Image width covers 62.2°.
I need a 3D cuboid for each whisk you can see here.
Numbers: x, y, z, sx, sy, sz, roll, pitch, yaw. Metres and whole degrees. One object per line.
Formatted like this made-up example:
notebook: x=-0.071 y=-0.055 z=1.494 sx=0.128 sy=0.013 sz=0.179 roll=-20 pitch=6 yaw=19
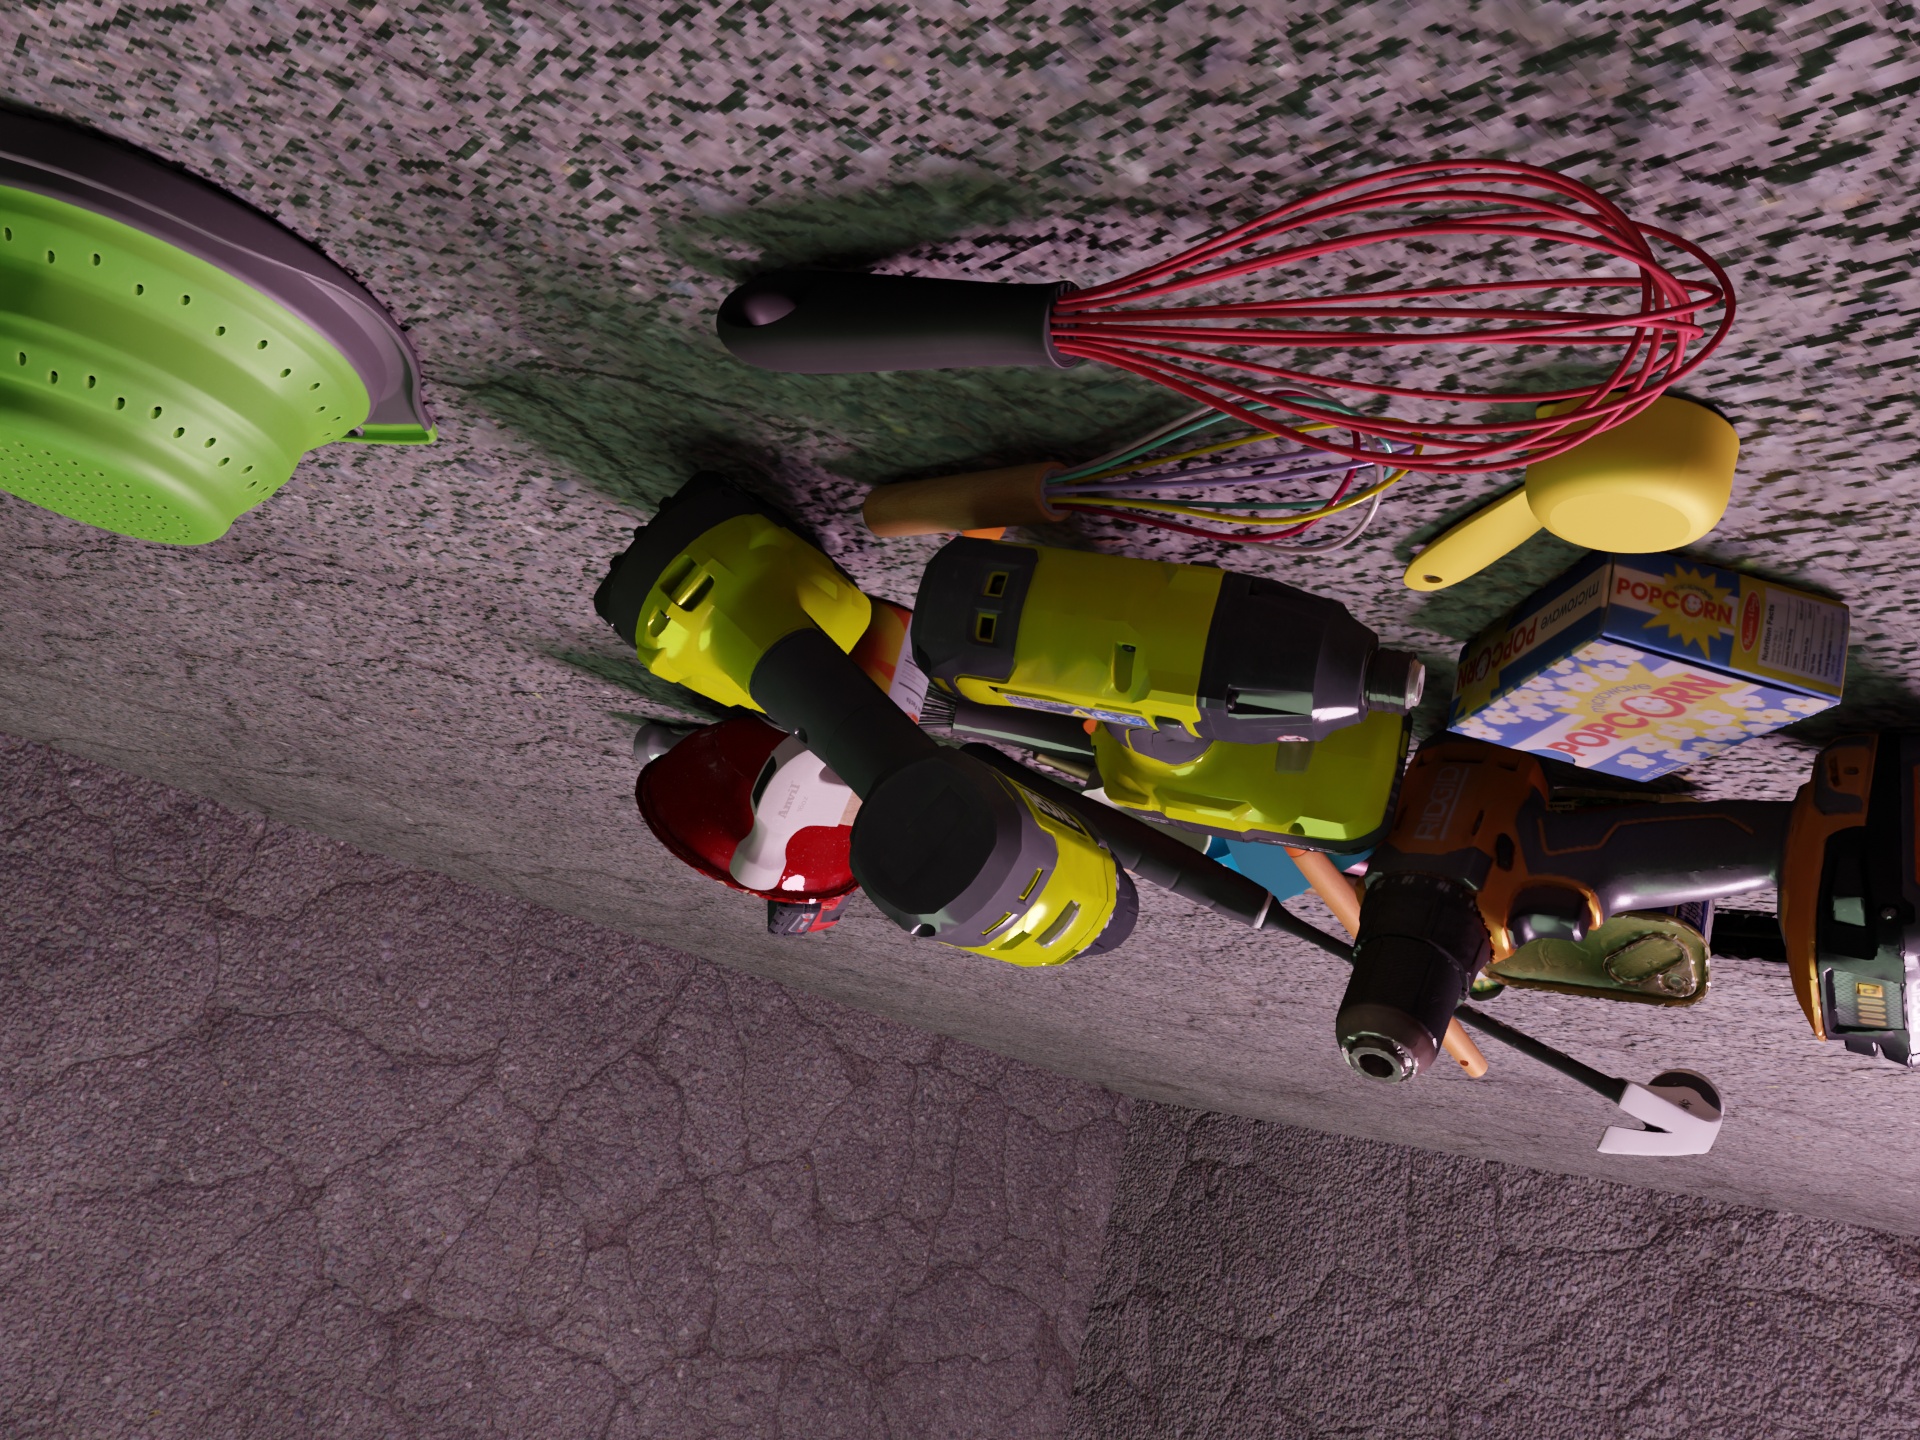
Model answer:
whisk: x=-0.001 y=-0.003 z=0.847 sx=0.239 sy=0.055 sz=0.055 roll=11 pitch=165 yaw=-1
whisk: x=0.046 y=-0.079 z=0.543 sx=0.051 sy=0.047 sz=0.245 roll=26 pitch=164 yaw=-40
whisk: x=0.045 y=-0.105 z=0.422 sx=0.296 sy=0.073 sz=0.073 roll=10 pitch=165 yaw=35

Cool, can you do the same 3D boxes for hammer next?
hammer: x=-0.108 y=0.075 z=1.242 sx=0.128 sy=0.033 sz=0.330 roll=7 pitch=163 yaw=30
hammer: x=0.161 y=0.102 z=0.780 sx=0.409 sy=0.036 sz=0.149 roll=26 pitch=-175 yaw=29
hammer: x=0.033 y=0.065 z=0.980 sx=0.331 sy=0.130 sz=0.031 roll=11 pitch=-152 yaw=-25

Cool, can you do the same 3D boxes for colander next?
colander: x=-0.349 y=-0.156 z=0.531 sx=0.204 sy=0.094 sz=0.396 roll=8 pitch=163 yaw=24

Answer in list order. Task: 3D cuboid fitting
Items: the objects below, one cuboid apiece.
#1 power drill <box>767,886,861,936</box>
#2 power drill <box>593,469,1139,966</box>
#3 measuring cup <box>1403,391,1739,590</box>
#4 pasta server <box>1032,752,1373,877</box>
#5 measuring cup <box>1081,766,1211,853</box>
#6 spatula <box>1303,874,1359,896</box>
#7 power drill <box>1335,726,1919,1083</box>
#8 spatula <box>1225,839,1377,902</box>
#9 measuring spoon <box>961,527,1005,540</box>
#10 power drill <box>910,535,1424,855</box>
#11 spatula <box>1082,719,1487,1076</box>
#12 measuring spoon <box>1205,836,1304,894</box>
power drill: x=-0.027 y=0.112 z=1.152 sx=0.219 sy=0.079 sz=0.143 roll=2 pitch=162 yaw=-11
power drill: x=-0.027 y=0.011 z=0.643 sx=0.229 sy=0.080 sz=0.190 roll=44 pitch=-174 yaw=26
measuring cup: x=0.182 y=-0.058 z=0.508 sx=0.062 sy=0.029 sz=0.156 roll=17 pitch=163 yaw=-9
pasta server: x=0.186 y=0.075 z=0.962 sx=0.316 sy=0.040 sz=0.060 roll=20 pitch=168 yaw=-14
measuring cup: x=0.085 y=0.069 z=0.932 sx=0.083 sy=0.038 sz=0.167 roll=31 pitch=139 yaw=-13
spatula: x=0.245 y=0.109 z=1.063 sx=0.316 sy=0.018 sz=0.059 roll=8 pitch=160 yaw=25
power drill: x=0.268 y=0.077 z=0.633 sx=0.226 sy=0.185 sz=0.084 roll=1 pitch=129 yaw=35
spatula: x=0.286 y=0.061 z=0.807 sx=0.317 sy=0.044 sz=0.082 roll=-1 pitch=131 yaw=39
measuring spoon: x=0.011 y=-0.062 z=0.685 sx=0.021 sy=0.011 sz=0.116 roll=13 pitch=165 yaw=7
power drill: x=0.100 y=-0.006 z=0.617 sx=0.171 sy=0.080 sz=0.223 roll=10 pitch=172 yaw=24
spatula: x=0.192 y=0.091 z=0.849 sx=0.081 sy=0.041 sz=0.322 roll=-22 pitch=117 yaw=43
measuring spoon: x=0.183 y=0.086 z=1.024 sx=0.042 sy=0.021 sz=0.128 roll=-28 pitch=141 yaw=34
